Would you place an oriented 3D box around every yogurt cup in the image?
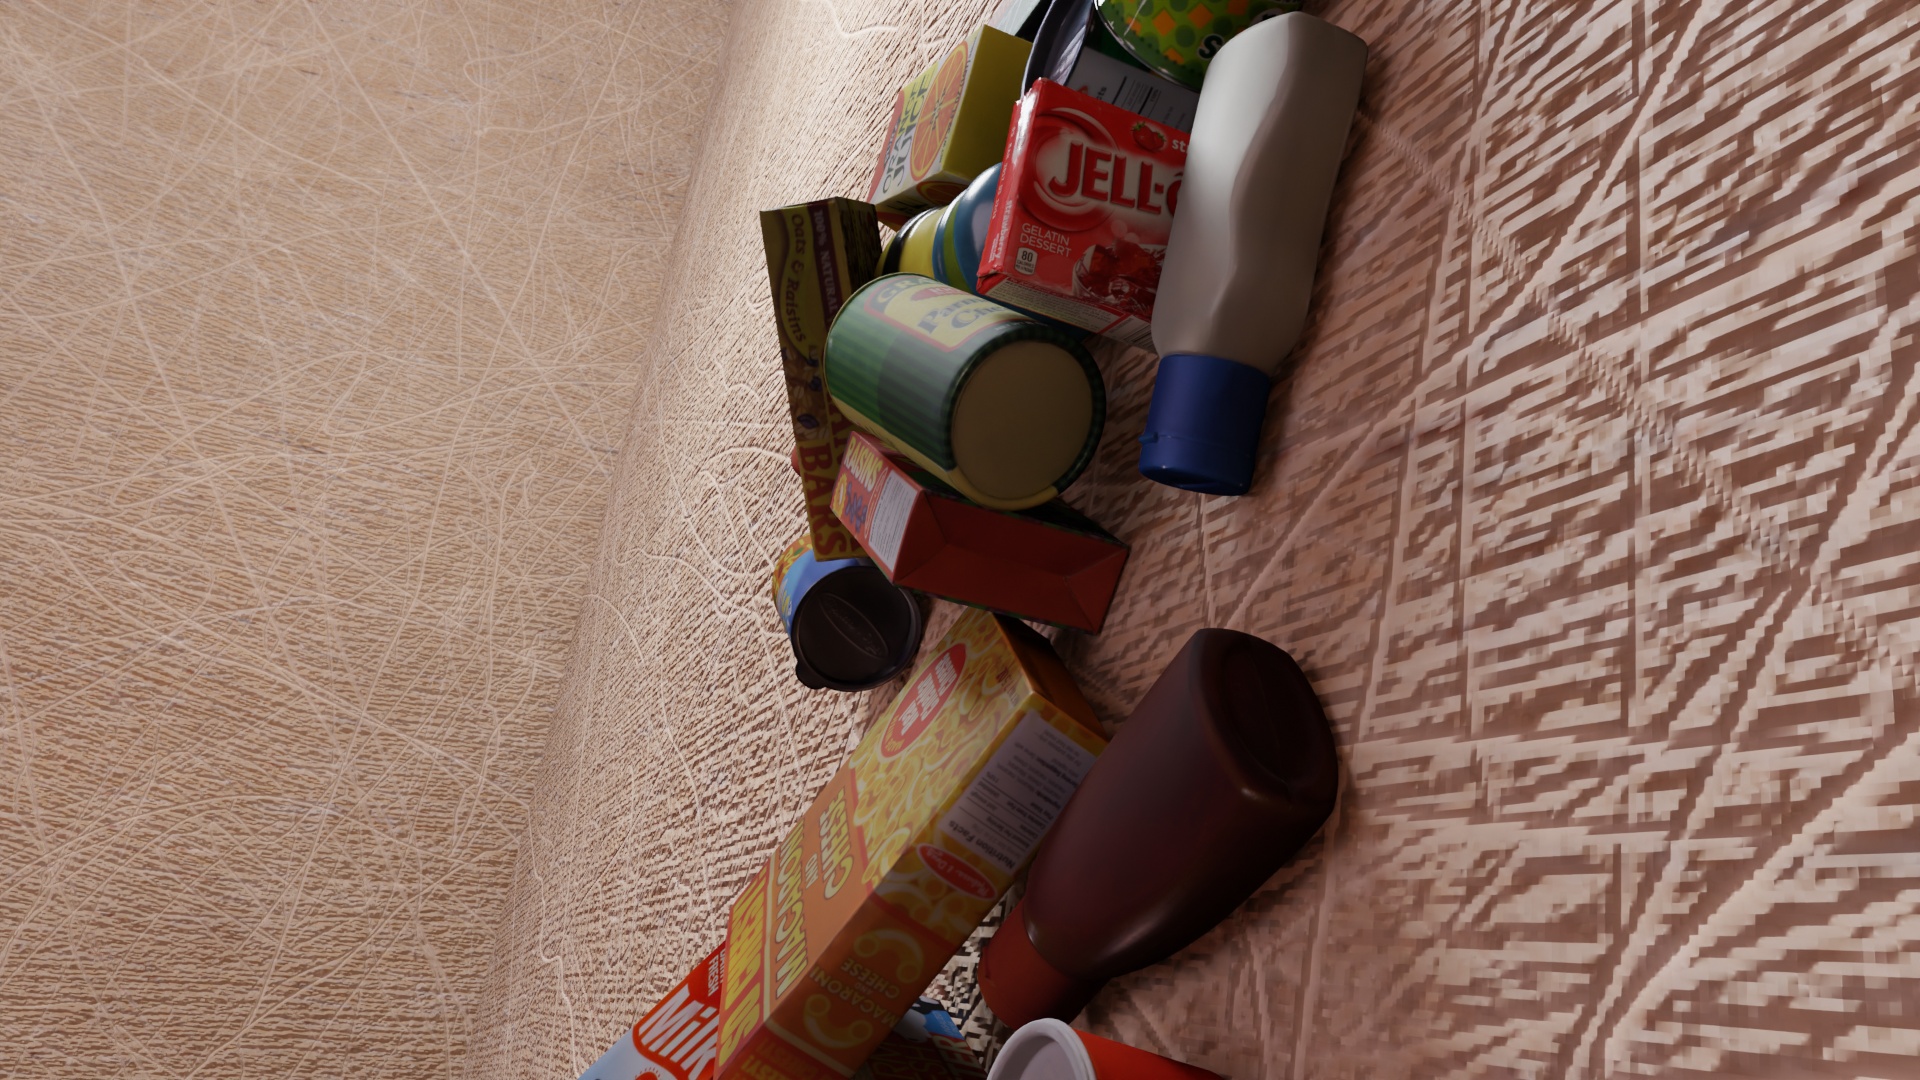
[{"bbox_3d":[0.040,0.164,0.362,0.072,0.054,0.072,-163,89,-71],"label":"yogurt cup"}]

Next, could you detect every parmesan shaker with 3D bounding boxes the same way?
[{"bbox_3d":[0.002,-0.057,0.512,0.103,0.071,0.071,35,108,56],"label":"parmesan shaker"}]

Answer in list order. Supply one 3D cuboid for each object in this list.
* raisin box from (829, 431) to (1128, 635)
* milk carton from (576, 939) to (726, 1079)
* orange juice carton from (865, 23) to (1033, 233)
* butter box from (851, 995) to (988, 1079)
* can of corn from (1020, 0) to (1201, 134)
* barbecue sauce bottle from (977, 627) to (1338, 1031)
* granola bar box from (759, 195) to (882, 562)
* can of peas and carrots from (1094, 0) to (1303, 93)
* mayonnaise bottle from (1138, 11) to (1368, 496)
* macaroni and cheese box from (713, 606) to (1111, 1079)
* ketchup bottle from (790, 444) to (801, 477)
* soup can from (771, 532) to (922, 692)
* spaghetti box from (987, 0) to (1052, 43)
[{"bbox_3d":[0.002,-0.007,0.556,0.123,0.086,0.040,-138,64,-69],"label":"raisin box"},{"bbox_3d":[-0.107,0.247,0.627,0.190,0.073,0.072,-44,27,14],"label":"milk carton"},{"bbox_3d":[0.004,-0.200,0.723,0.193,0.073,0.072,-162,88,-71],"label":"orange juice carton"},{"bbox_3d":[-0.019,0.195,0.503,0.024,0.053,0.103,-72,20,3],"label":"butter box"},{"bbox_3d":[0.065,-0.196,0.574,0.071,0.058,0.071,-163,89,-71],"label":"can of corn"},{"bbox_3d":[0.050,0.094,0.407,0.065,0.044,0.147,-94,27,-47],"label":"barbecue sauce bottle"},{"bbox_3d":[-0.057,-0.083,0.690,0.124,0.039,0.165,-66,-31,-77],"label":"granola bar box"},{"bbox_3d":[0.092,-0.202,0.497,0.058,0.071,0.071,126,153,-43],"label":"can of peas and carrots"},{"bbox_3d":[0.090,-0.090,0.449,0.064,0.041,0.148,177,107,-71],"label":"mayonnaise bottle"},{"bbox_3d":[-0.021,0.108,0.499,0.166,0.040,0.124,-52,13,6],"label":"macaroni and cheese box"},{"bbox_3d":[-0.038,-0.095,0.776,0.148,0.065,0.044,-63,27,13],"label":"ketchup bottle"},{"bbox_3d":[-0.064,0.036,0.729,0.084,0.071,0.071,-138,65,-69],"label":"soup can"},{"bbox_3d":[0.032,-0.276,0.774,0.249,0.029,0.050,145,139,-60],"label":"spaghetti box"}]
